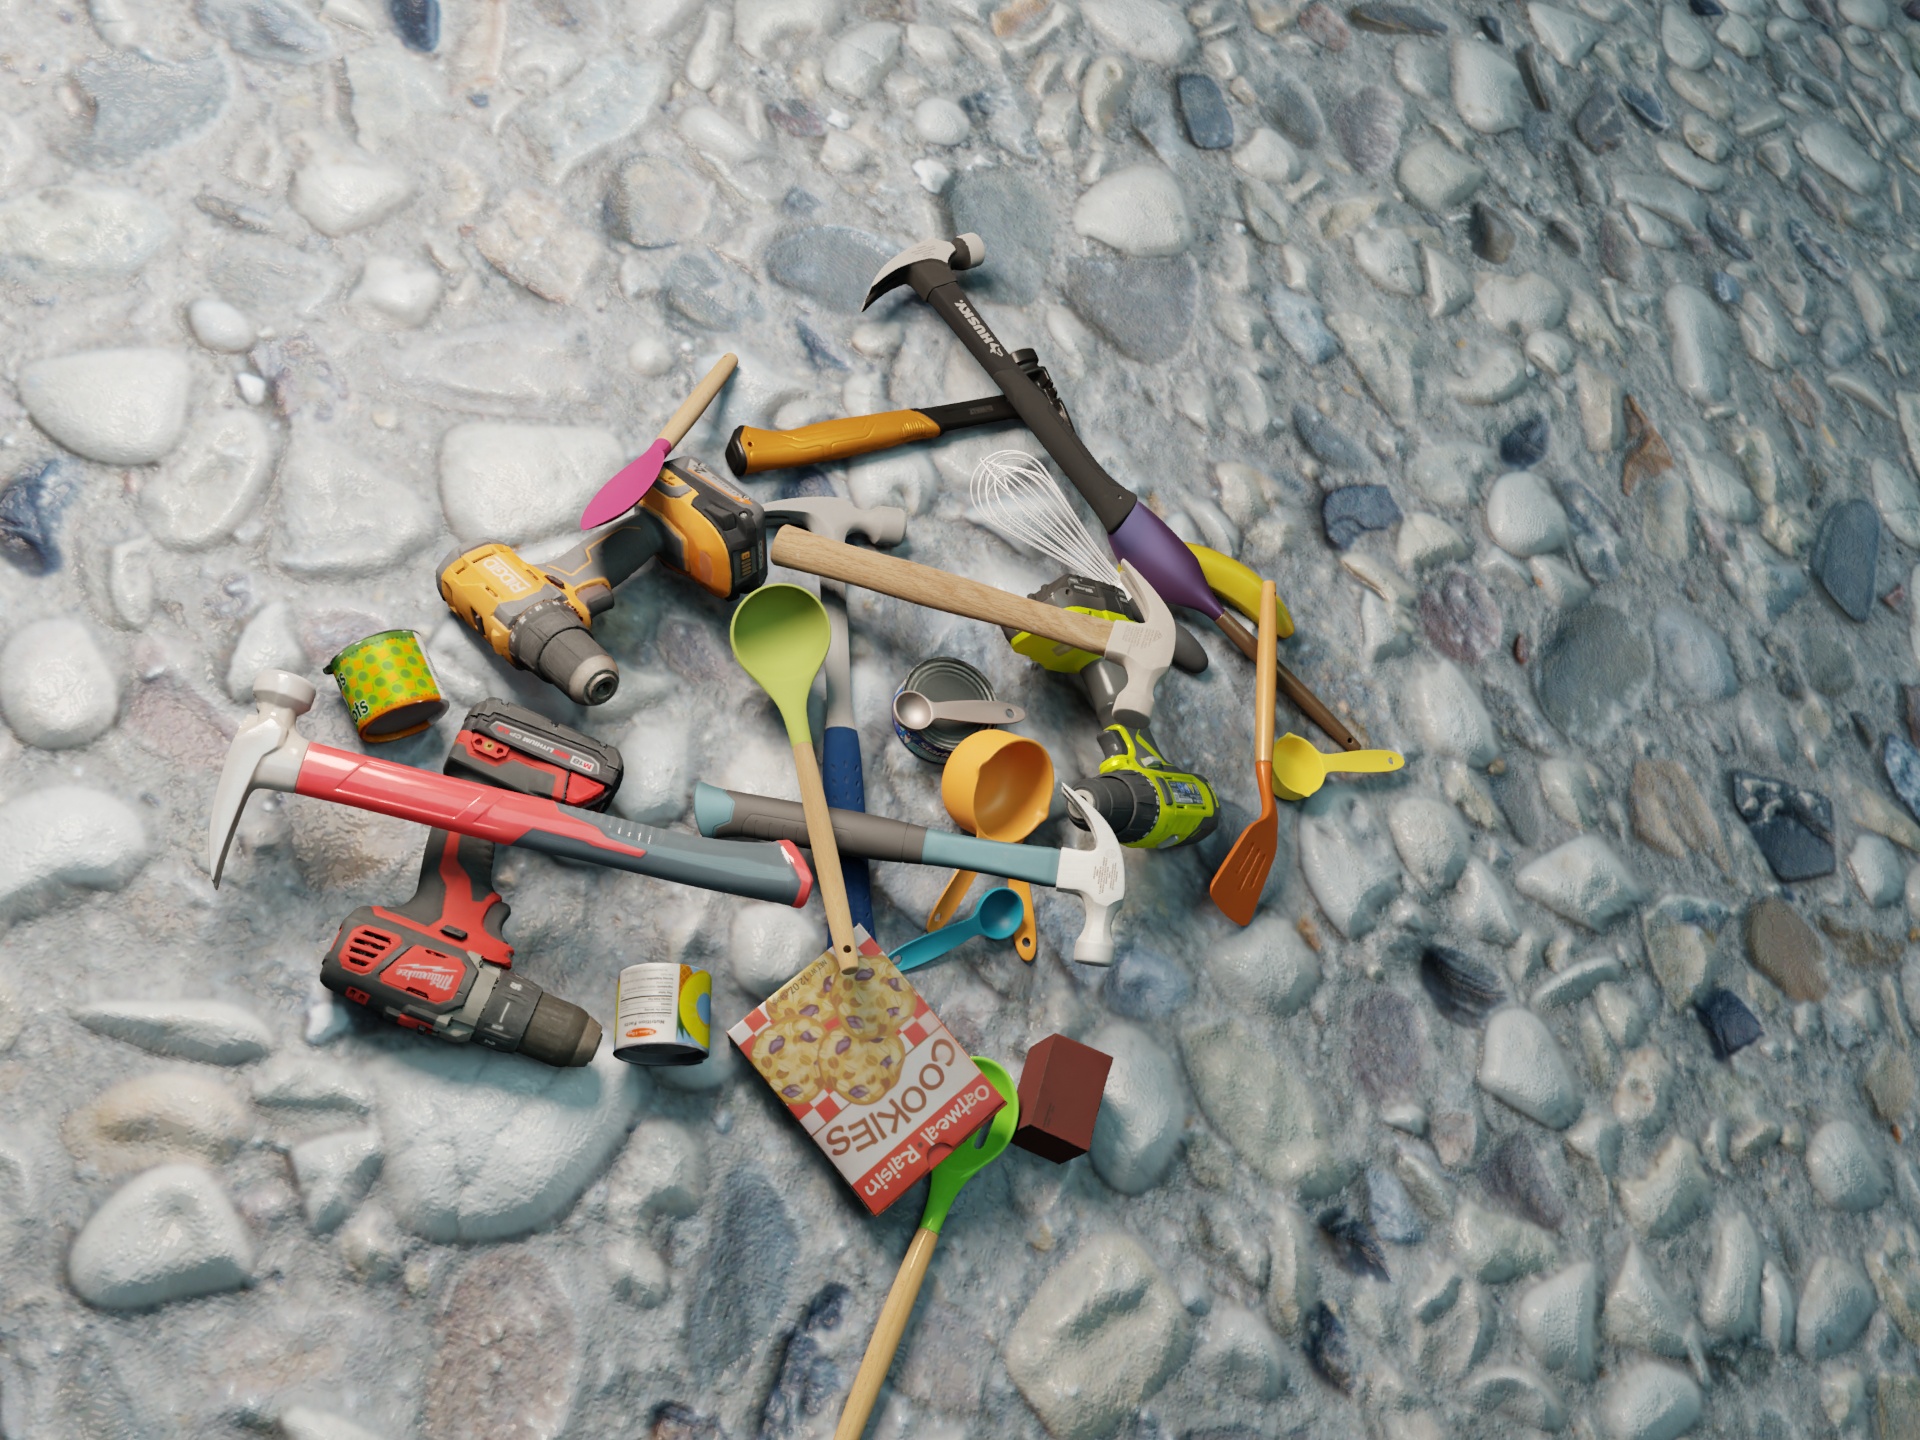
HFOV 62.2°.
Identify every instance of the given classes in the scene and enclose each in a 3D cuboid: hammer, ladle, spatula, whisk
[{"bbox_3d":[-0.040,0.093,1.186,0.331,0.033,0.128,9,76,6],"label":"hammer"},{"bbox_3d":[-0.111,0.035,1.164,0.078,0.062,0.320,-8,57,-11],"label":"ladle"},{"bbox_3d":[0.046,-0.302,1.440,0.146,0.035,0.335,-27,74,-32],"label":"hammer"},{"bbox_3d":[0.009,-0.098,1.262,0.331,0.031,0.130,17,64,8],"label":"hammer"},{"bbox_3d":[-0.102,-0.002,1.274,0.144,0.035,0.406,5,64,-22],"label":"hammer"},{"bbox_3d":[-0.289,0.083,1.063,0.386,0.038,0.143,16,68,-16],"label":"hammer"},{"bbox_3d":[0.258,0.018,1.395,0.080,0.041,0.323,40,48,-47],"label":"spatula"},{"bbox_3d":[-0.049,-0.255,1.419,0.337,0.034,0.127,-16,72,-29],"label":"hammer"},{"bbox_3d":[0.253,-0.077,1.455,0.316,0.018,0.060,42,82,-9],"label":"spatula"},{"bbox_3d":[0.120,-0.136,1.407,0.284,0.070,0.070,41,56,-17],"label":"whisk"}]

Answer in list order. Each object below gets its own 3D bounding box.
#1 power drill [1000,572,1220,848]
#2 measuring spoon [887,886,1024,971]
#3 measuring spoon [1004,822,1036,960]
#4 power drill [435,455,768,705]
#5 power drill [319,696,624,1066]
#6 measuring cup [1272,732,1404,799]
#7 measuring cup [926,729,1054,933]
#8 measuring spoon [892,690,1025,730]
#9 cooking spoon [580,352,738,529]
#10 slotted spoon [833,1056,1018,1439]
[{"bbox_3d":[0.117,-0.001,1.310,0.190,0.080,0.229,7,57,-55],"label":"power drill"},{"bbox_3d":[-0.009,0.166,1.247,0.128,0.021,0.042,-22,107,-22],"label":"measuring spoon"},{"bbox_3d":[0.049,0.137,1.288,0.021,0.011,0.117,4,65,-22],"label":"measuring spoon"},{"bbox_3d":[-0.251,-0.103,1.197,0.226,0.084,0.185,-30,51,-31],"label":"power drill"},{"bbox_3d":[-0.309,0.118,1.104,0.187,0.080,0.227,25,62,-11],"label":"power drill"},{"bbox_3d":[0.340,0.043,1.454,0.156,0.029,0.062,-1,67,-28],"label":"measuring cup"},{"bbox_3d":[0.006,0.087,1.272,0.095,0.052,0.173,37,80,-42],"label":"measuring cup"},{"bbox_3d":[-0.002,-0.004,1.293,0.124,0.018,0.034,2,64,-31],"label":"measuring spoon"},{"bbox_3d":[-0.228,-0.228,1.265,0.017,0.069,0.319,58,26,-25],"label":"cooking spoon"},{"bbox_3d":[-0.034,0.385,1.124,0.070,0.031,0.314,20,60,7],"label":"slotted spoon"}]
